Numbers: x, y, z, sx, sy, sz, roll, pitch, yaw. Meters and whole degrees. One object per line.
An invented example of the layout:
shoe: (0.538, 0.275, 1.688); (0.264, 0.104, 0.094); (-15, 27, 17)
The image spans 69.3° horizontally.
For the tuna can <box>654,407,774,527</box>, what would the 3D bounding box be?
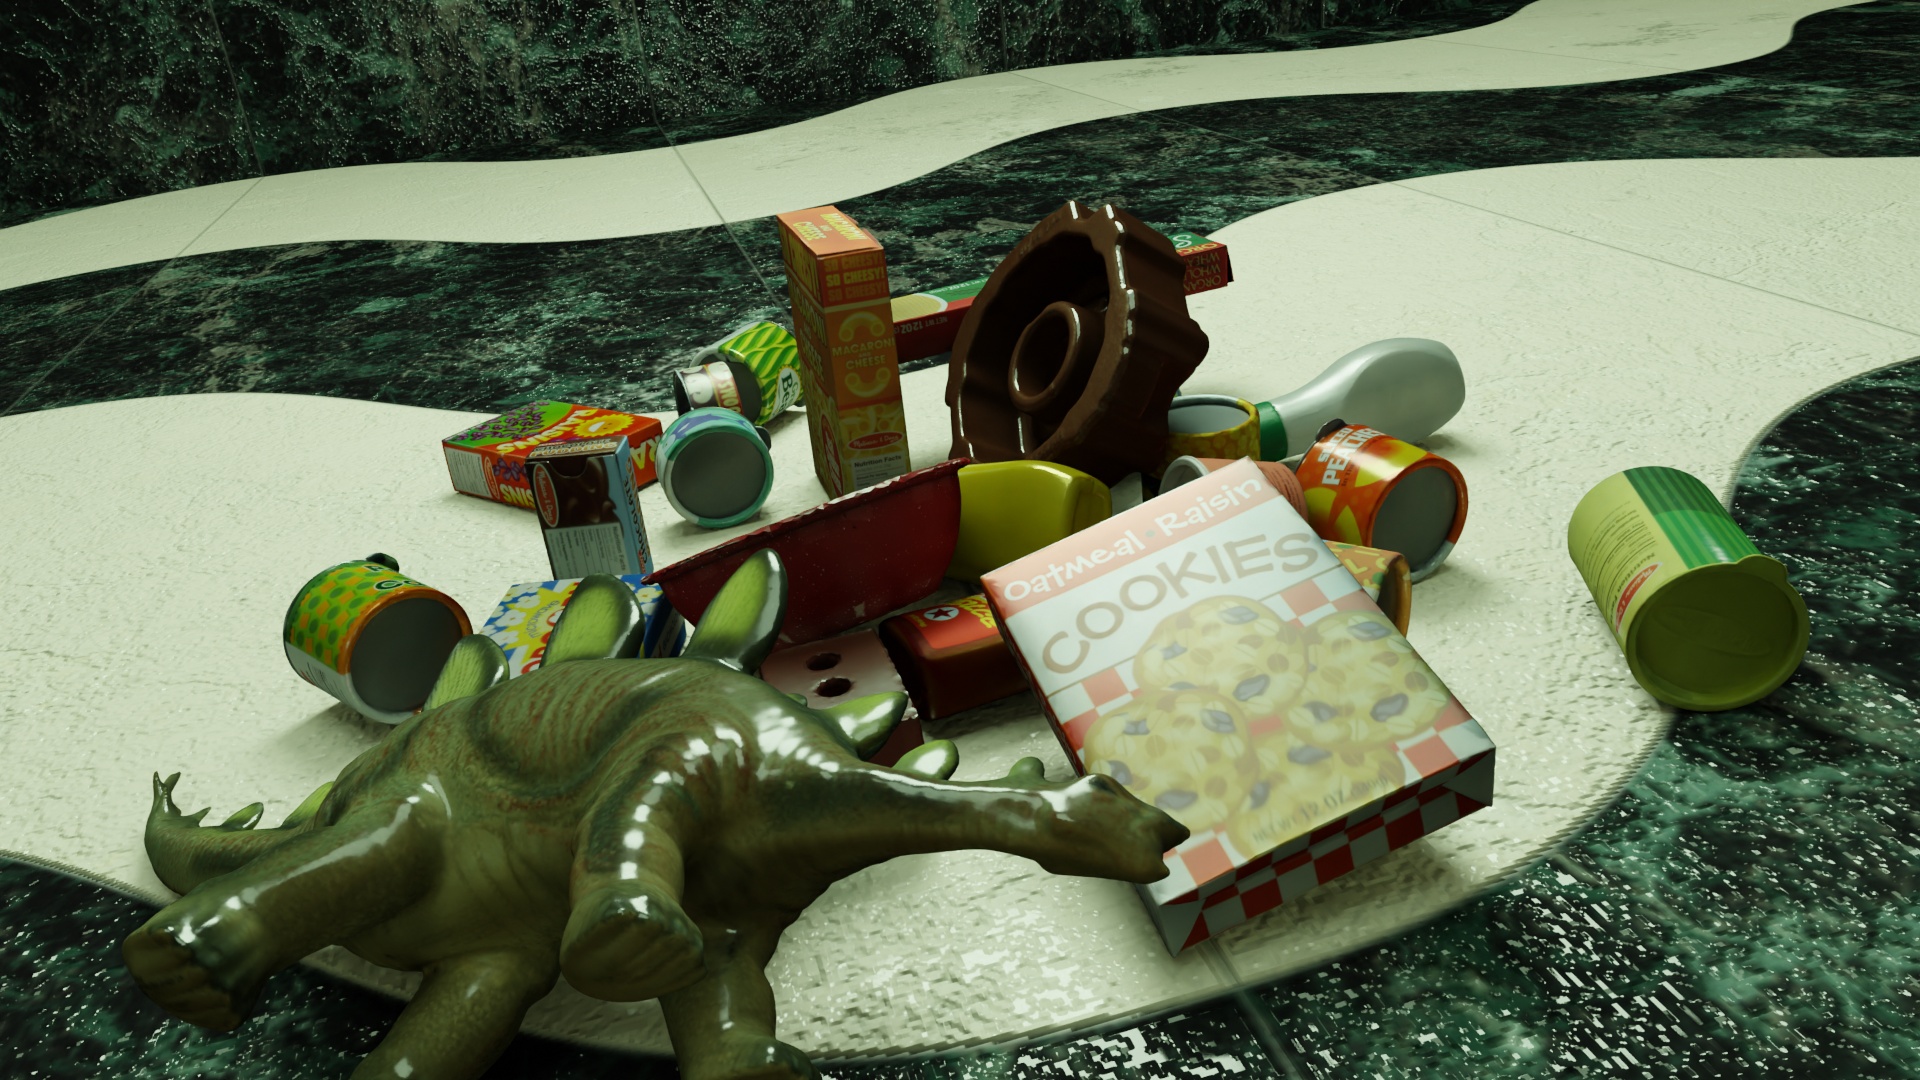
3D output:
tuna can: (-0.142, -0.043, 0.818); (0.071, 0.070, 0.033); (-13, 27, -15)

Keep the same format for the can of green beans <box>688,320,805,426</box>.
can of green beans: (-0.147, -0.113, 0.969); (0.071, 0.071, 0.058); (6, 28, 25)

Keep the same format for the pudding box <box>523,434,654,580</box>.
pudding box: (-0.197, -0.012, 0.745); (0.050, 0.083, 0.030); (-6, 24, 2)

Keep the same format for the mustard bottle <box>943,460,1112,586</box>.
mustard bottle: (0.003, -0.009, 0.716); (0.160, 0.065, 0.049); (4, -7, 42)

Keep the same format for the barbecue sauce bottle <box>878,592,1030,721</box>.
barbecue sauce bottle: (0.042, 0.038, 0.628); (0.149, 0.043, 0.065); (-15, 19, -19)

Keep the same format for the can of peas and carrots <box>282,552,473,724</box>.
can of peas and carrots: (-0.273, 0.045, 0.657); (0.059, 0.070, 0.071); (16, 33, 38)

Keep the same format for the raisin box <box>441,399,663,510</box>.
raisin box: (-0.263, -0.055, 0.903); (0.123, 0.040, 0.086); (11, 29, 35)

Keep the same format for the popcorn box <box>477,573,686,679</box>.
popcorn box: (-0.182, 0.060, 0.641); (0.085, 0.038, 0.127); (-4, 25, 3)

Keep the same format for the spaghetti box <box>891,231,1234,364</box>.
spaghetti box: (0.054, -0.155, 0.885); (0.251, 0.028, 0.050); (-16, 27, -17)

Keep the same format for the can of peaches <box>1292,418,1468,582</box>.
can of peaches: (0.205, -0.020, 0.682); (0.071, 0.071, 0.058); (-17, 28, -22)

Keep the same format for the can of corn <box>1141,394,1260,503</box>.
can of corn: (0.131, -0.042, 0.760); (0.071, 0.058, 0.071); (-5, 25, 3)

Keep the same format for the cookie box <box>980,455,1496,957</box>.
cookie box: (0.094, 0.052, 0.515); (0.123, 0.040, 0.168); (-24, 44, -5)

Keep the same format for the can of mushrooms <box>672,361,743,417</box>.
can of mushrooms: (-0.163, -0.081, 0.903); (0.033, 0.070, 0.071); (-13, 26, -18)

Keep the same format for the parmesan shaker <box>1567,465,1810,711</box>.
parmesan shaker: (0.304, 0.015, 0.585); (0.071, 0.071, 0.103); (-1, 25, 11)

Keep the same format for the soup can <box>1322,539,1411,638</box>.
soup can: (0.144, 0.030, 0.597); (0.084, 0.071, 0.072); (11, 30, 32)

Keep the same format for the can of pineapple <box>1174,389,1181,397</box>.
can of pineapple: (0.095, -0.077, 0.832); (0.058, 0.070, 0.071); (-12, 25, -12)

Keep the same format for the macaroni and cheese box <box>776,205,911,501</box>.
macaroni and cheese box: (-0.065, -0.098, 0.798); (0.040, 0.165, 0.124); (-12, 26, -13)

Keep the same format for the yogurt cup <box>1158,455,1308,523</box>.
yogurt cup: (0.135, -0.010, 0.688); (0.054, 0.072, 0.072); (-5, 24, -17)

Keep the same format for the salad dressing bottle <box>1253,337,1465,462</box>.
salad dressing bottle: (0.218, -0.075, 0.814); (0.148, 0.064, 0.044); (-17, 18, -5)
